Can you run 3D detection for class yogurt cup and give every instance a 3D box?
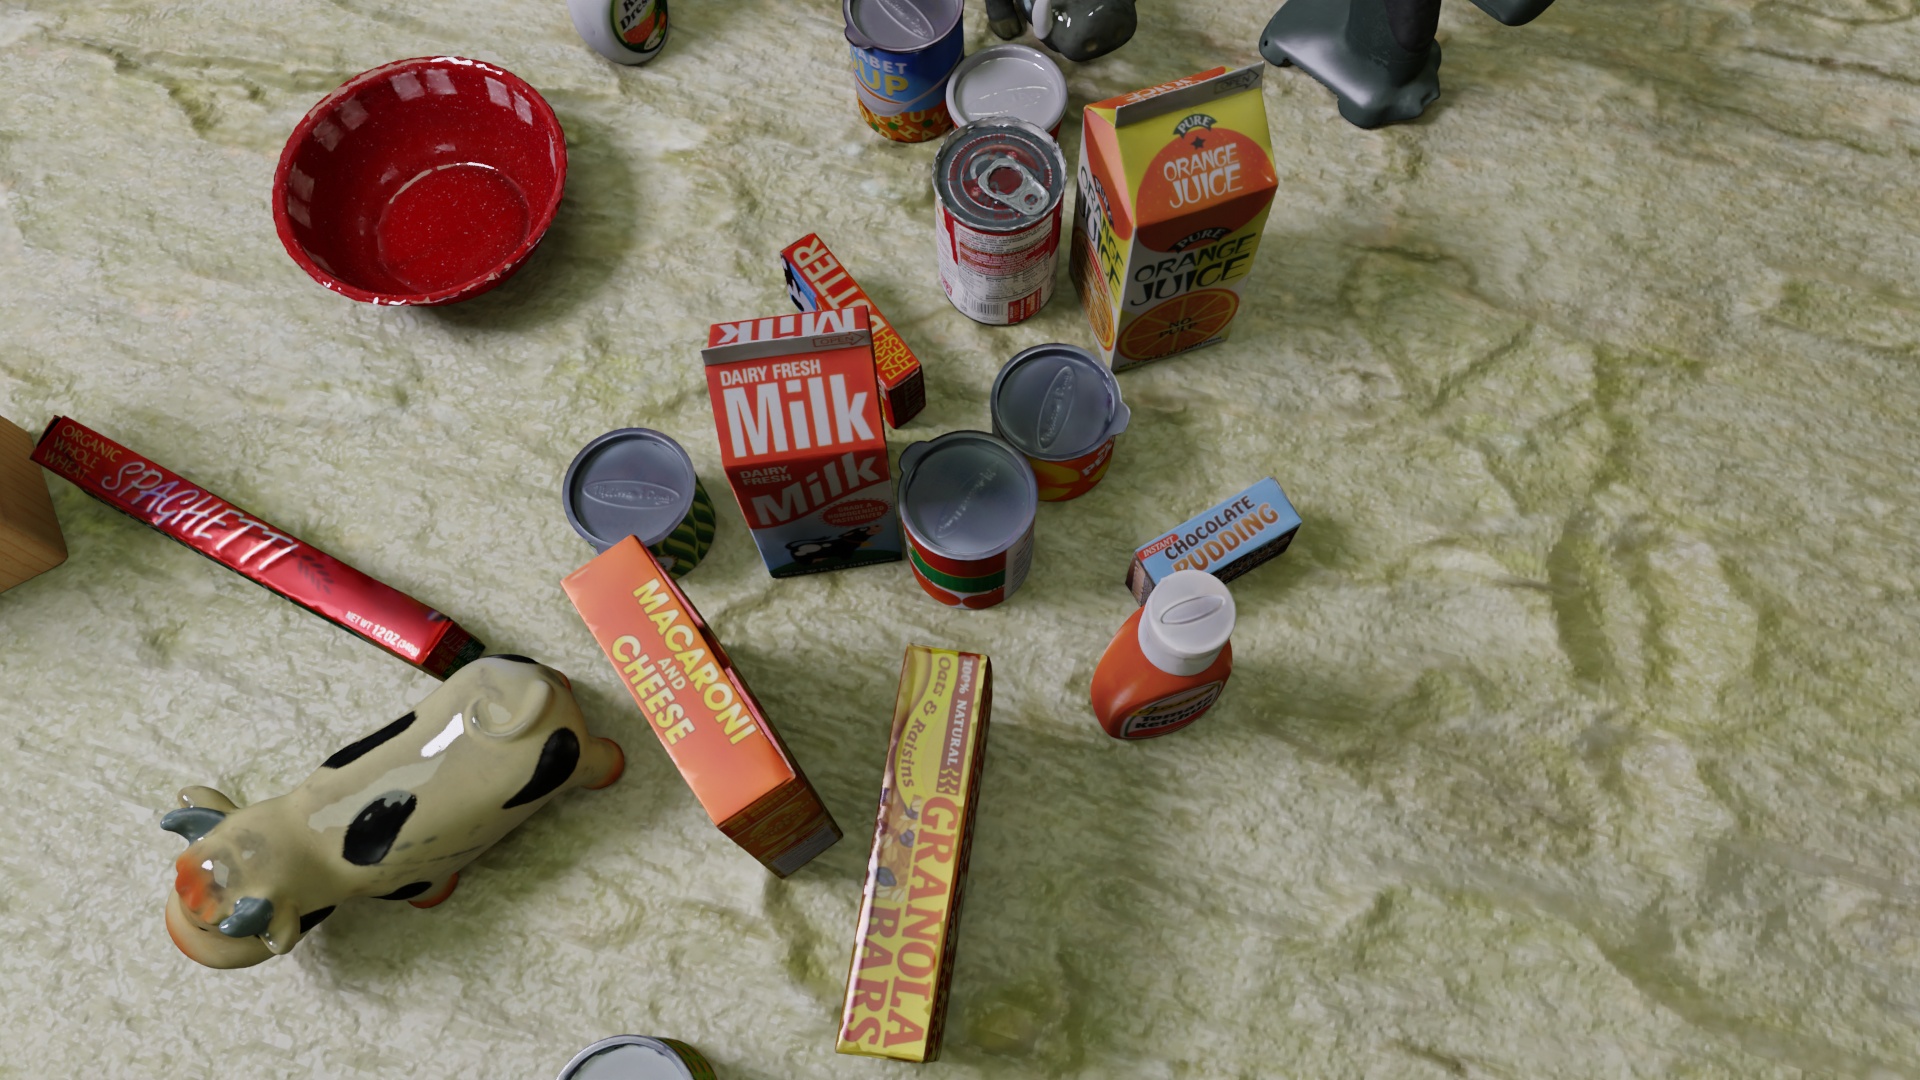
[{"bbox_3d":[0.026,-0.240,0.794,0.072,0.053,0.072,0,69,1],"label":"yogurt cup"}]

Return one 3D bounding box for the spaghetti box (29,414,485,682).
[{"bbox_3d":[-0.361,0.005,0.711,0.250,0.050,0.029,25,72,10],"label":"spaghetti box"}]

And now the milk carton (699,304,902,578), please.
[{"bbox_3d":[-0.070,-0.049,0.651,0.072,0.190,0.073,-8,70,-2],"label":"milk carton"}]

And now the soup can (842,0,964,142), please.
[{"bbox_3d":[-0.032,-0.277,0.794,0.071,0.083,0.071,0,70,1],"label":"soup can"}]

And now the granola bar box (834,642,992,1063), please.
[{"bbox_3d":[-0.016,0.142,0.613,0.039,0.123,0.166,8,70,4],"label":"granola bar box"}]

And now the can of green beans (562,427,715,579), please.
[{"bbox_3d":[-0.163,-0.016,0.711,0.071,0.057,0.071,0,70,1],"label":"can of green beans"}]

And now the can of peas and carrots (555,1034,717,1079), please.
[{"bbox_3d":[-0.141,0.254,0.608,0.071,0.058,0.071,0,70,1],"label":"can of peas and carrots"}]

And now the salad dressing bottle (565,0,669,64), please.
[{"bbox_3d":[-0.203,-0.335,0.785,0.044,0.147,0.064,25,72,10],"label":"salad dressing bottle"}]

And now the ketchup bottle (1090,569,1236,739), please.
[{"bbox_3d":[0.095,0.053,0.632,0.065,0.148,0.043,-18,70,-5],"label":"ketchup bottle"}]

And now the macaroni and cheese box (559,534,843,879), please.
[{"bbox_3d":[-0.108,0.079,0.616,0.040,0.166,0.124,-34,73,-11],"label":"macaroni and cheese box"}]

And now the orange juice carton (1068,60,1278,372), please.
[{"bbox_3d":[0.102,-0.165,0.690,0.072,0.192,0.073,-17,70,-5],"label":"orange juice carton"}]

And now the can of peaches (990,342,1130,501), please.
[{"bbox_3d":[0.051,-0.059,0.723,0.071,0.058,0.071,0,70,1],"label":"can of peaches"}]

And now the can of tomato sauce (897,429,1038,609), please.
[{"bbox_3d":[0.002,-0.009,0.692,0.071,0.082,0.071,0,70,1],"label":"can of tomato sauce"}]

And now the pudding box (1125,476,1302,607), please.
[{"bbox_3d":[0.127,0.005,0.702,0.084,0.049,0.030,-28,72,-9],"label":"pudding box"}]

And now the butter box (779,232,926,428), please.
[{"bbox_3d":[-0.057,-0.113,0.748,0.024,0.053,0.103,-35,73,-11],"label":"butter box"}]
